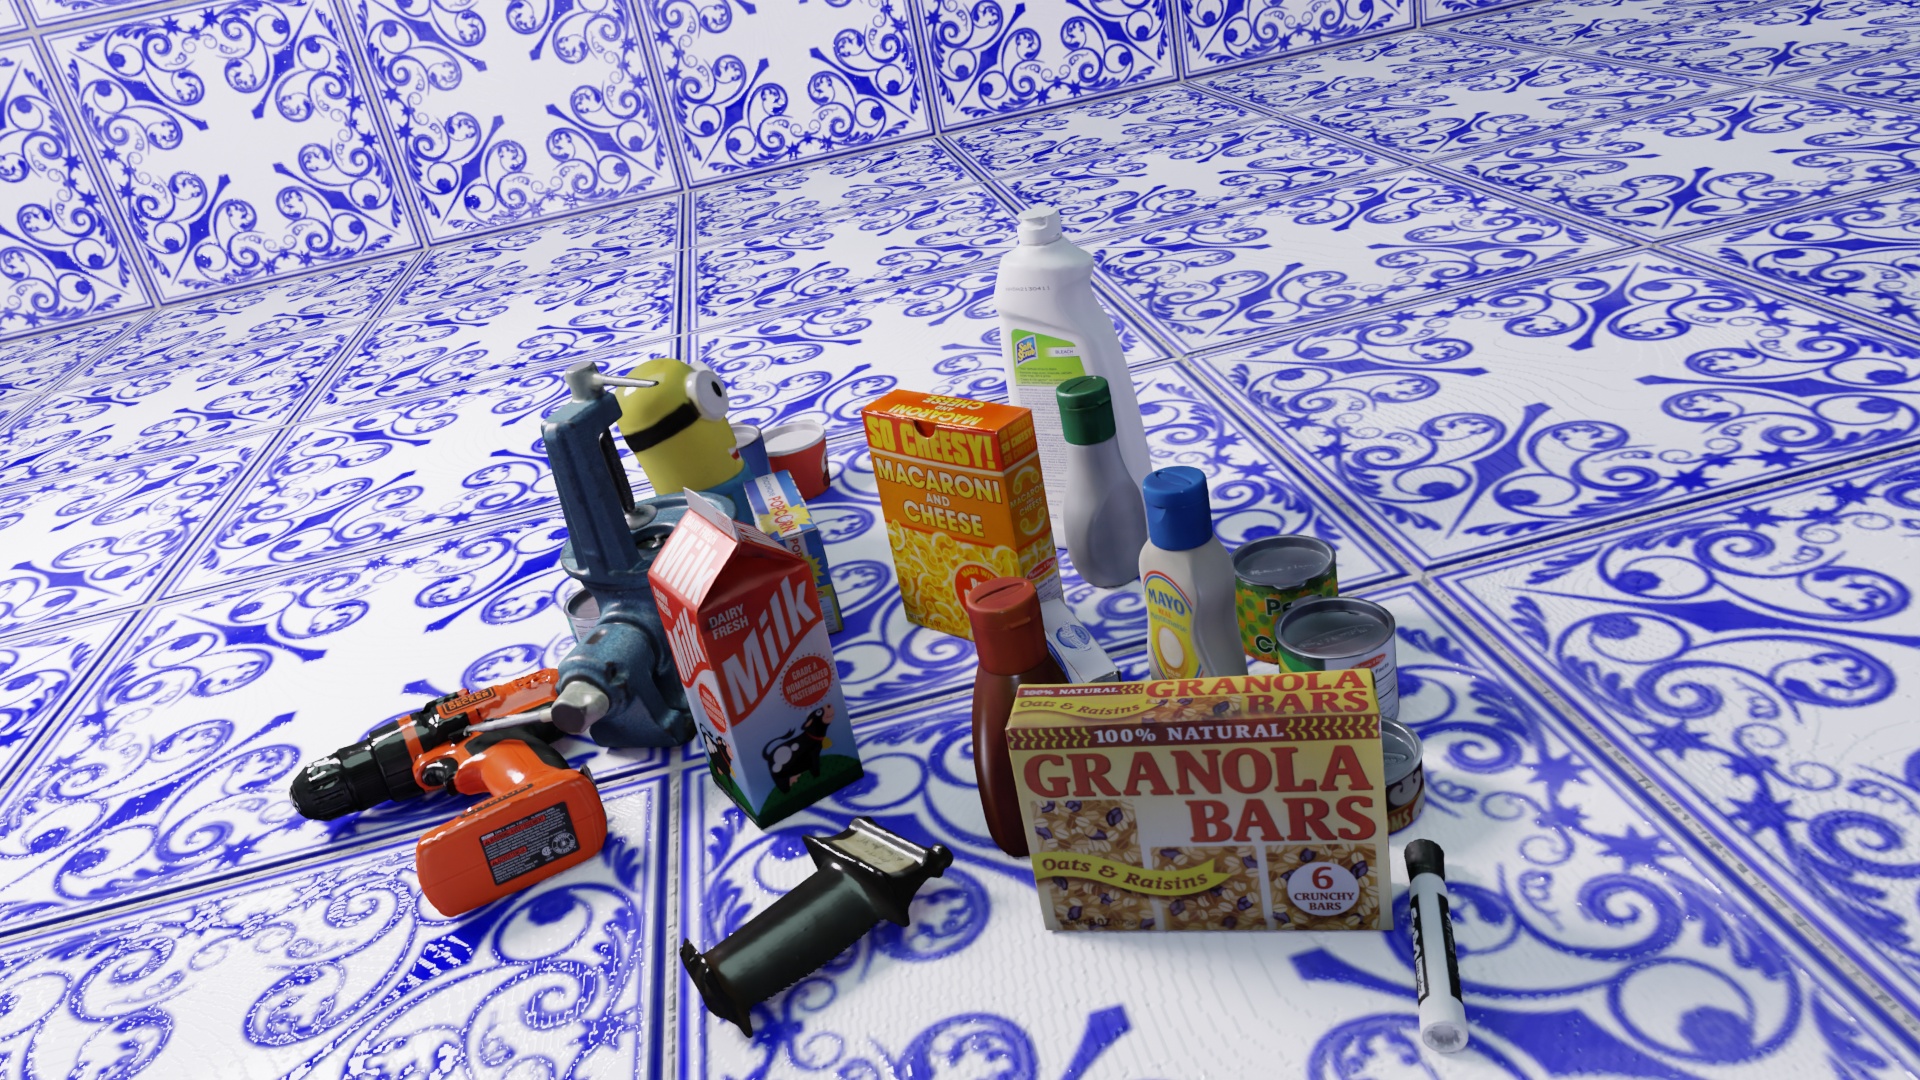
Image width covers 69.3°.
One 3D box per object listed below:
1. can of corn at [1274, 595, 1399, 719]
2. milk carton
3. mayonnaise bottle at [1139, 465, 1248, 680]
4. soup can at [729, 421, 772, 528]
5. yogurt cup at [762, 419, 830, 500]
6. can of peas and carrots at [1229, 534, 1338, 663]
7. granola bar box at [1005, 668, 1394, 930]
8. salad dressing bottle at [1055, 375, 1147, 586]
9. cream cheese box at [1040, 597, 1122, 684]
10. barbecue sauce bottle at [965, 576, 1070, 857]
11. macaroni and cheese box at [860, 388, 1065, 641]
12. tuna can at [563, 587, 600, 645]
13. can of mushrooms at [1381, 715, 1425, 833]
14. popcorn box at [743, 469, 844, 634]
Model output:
[{"bbox_3d":[0.214,0.072,0.793,0.071,0.058,0.071,-9,26,5],"label":"can of corn"},{"bbox_3d":[-0.121,0.062,0.801,0.074,0.189,0.072,-25,28,-26],"label":"milk carton"},{"bbox_3d":[0.132,0.030,0.809,0.041,0.147,0.065,-26,29,-27],"label":"mayonnaise bottle"},{"bbox_3d":[-0.190,-0.049,1.178,0.071,0.083,0.071,-9,26,5],"label":"soup can"},{"bbox_3d":[-0.148,-0.068,1.233,0.072,0.053,0.073,-9,26,5],"label":"yogurt cup"},{"bbox_3d":[0.203,0.037,0.867,0.071,0.058,0.071,-9,26,5],"label":"can of peas and carrots"},{"bbox_3d":[0.114,0.124,0.653,0.165,0.123,0.039,-4,26,15],"label":"granola bar box"},{"bbox_3d":[0.096,-0.041,0.969,0.064,0.147,0.044,-30,31,-34],"label":"salad dressing bottle"},{"bbox_3d":[0.071,0.081,0.840,0.024,0.053,0.104,-17,26,-10],"label":"cream cheese box"},{"bbox_3d":[0.034,0.091,0.725,0.065,0.148,0.044,-20,27,-17],"label":"barbecue sauce bottle"},{"bbox_3d":[0.003,-0.012,0.926,0.124,0.165,0.040,13,35,41],"label":"macaroni and cheese box"},{"bbox_3d":[-0.264,0.055,1.056,0.071,0.032,0.071,-9,26,5],"label":"tuna can"},{"bbox_3d":[0.207,0.123,0.721,0.071,0.033,0.071,-9,26,5],"label":"can of mushrooms"},{"bbox_3d":[-0.125,0.009,1.031,0.038,0.085,0.127,-17,26,-10],"label":"popcorn box"}]
